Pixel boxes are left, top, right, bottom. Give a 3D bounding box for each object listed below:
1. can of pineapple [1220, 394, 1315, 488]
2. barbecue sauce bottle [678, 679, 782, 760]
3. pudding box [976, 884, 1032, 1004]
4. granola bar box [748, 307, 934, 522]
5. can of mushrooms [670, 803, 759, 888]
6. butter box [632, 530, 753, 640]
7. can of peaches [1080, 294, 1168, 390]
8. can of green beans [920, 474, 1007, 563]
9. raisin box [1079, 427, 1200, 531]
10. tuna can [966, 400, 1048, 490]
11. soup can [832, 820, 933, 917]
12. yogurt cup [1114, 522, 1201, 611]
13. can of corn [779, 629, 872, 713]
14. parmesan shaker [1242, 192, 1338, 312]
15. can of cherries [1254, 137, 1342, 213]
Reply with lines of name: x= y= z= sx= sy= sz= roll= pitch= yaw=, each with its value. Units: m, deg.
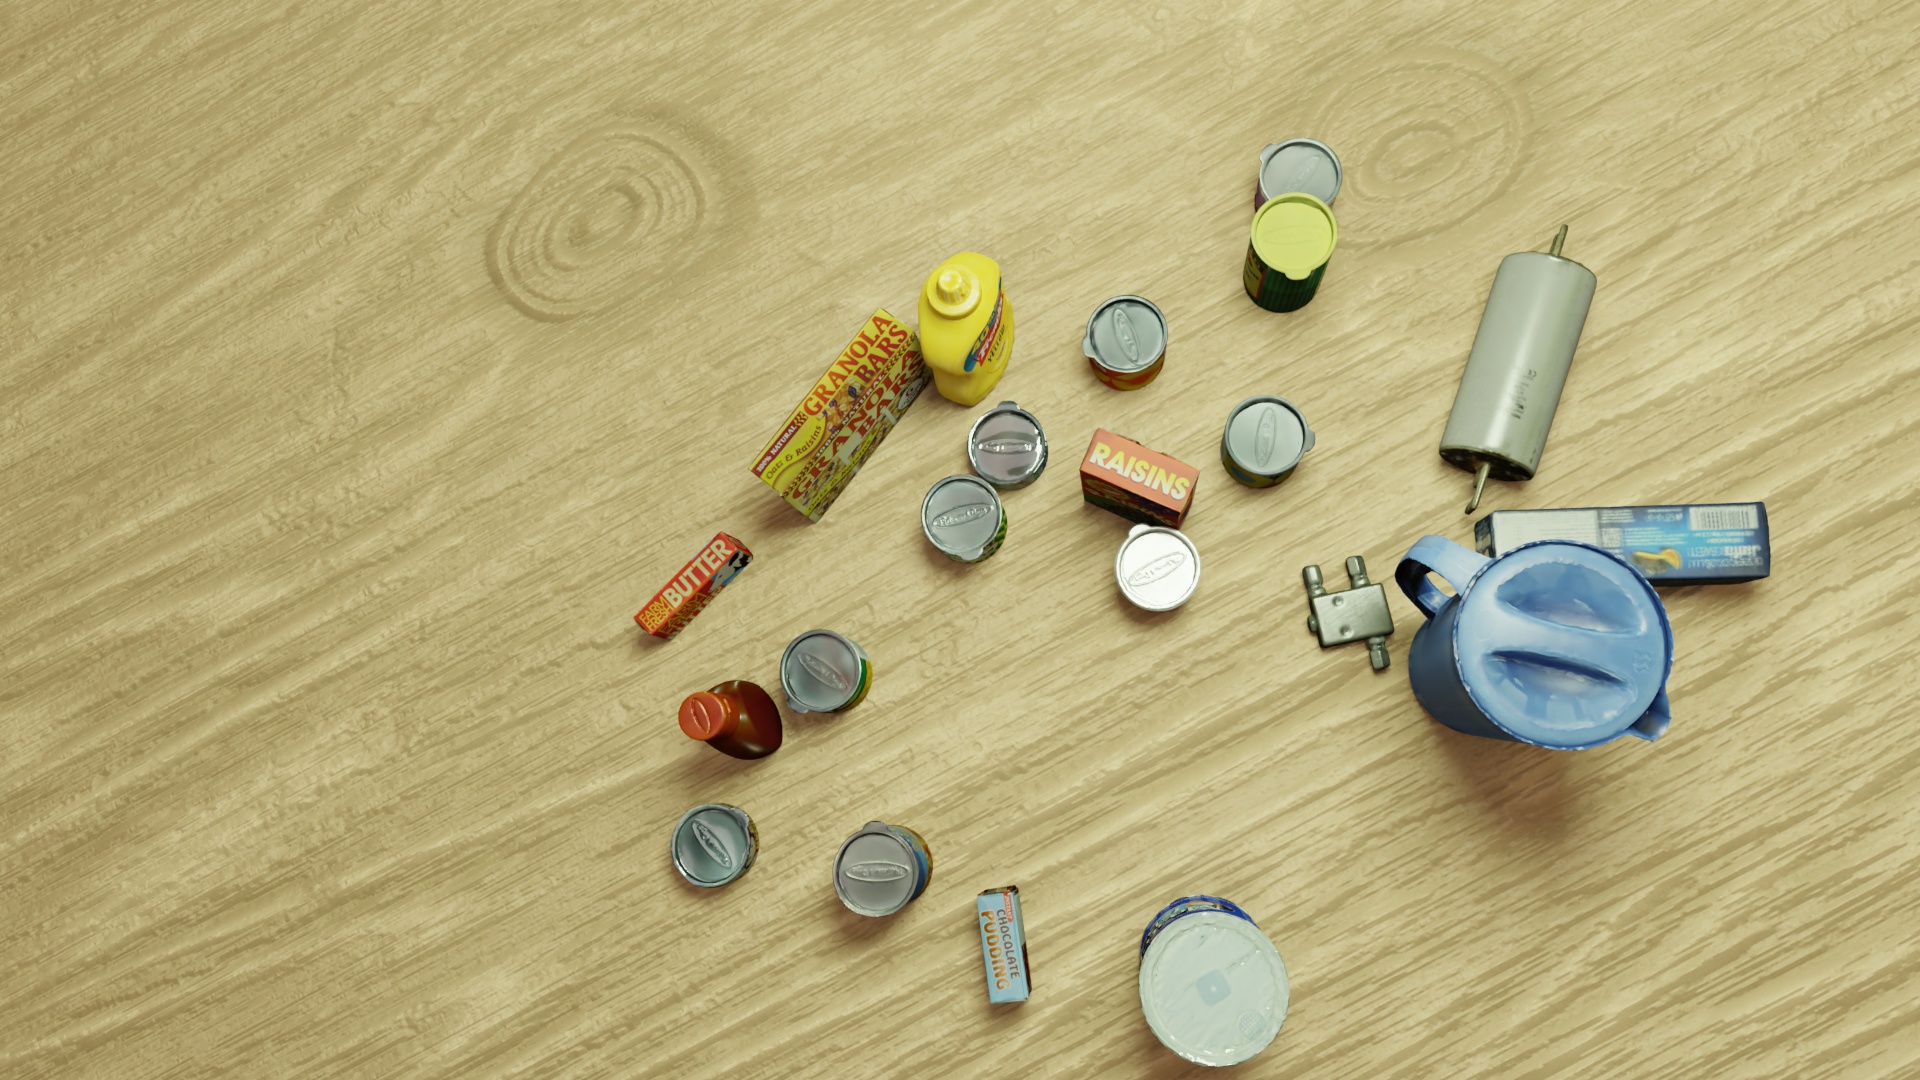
can of pineapple: x=0.246 y=-0.078 z=1.121 sx=0.071 sy=0.058 sz=0.071 roll=-1 pitch=81 yaw=7
barbecue sauce bottle: x=-0.180 y=0.140 z=1.089 sx=0.043 sy=0.148 sz=0.065 roll=-25 pitch=79 yaw=3
pudding box: x=0.035 y=0.315 z=1.084 sx=0.030 sy=0.049 sz=0.084 roll=-9 pitch=80 yaw=6
granola bar box: x=-0.093 y=-0.100 z=1.132 sx=0.039 sy=0.124 sz=0.165 roll=38 pitch=87 yaw=11
can of mushrooms: x=-0.197 y=0.246 z=1.132 sx=0.071 sy=0.033 sz=0.071 roll=-1 pitch=80 yaw=7
butter box: x=-0.222 y=0.039 z=1.160 sx=0.103 sy=0.053 sz=0.024 roll=-45 pitch=79 yaw=-2
can of peaches: x=0.135 y=-0.162 z=1.149 sx=0.071 sy=0.058 sz=0.071 roll=-1 pitch=80 yaw=7
can of green beans: x=0.004 y=-0.017 z=1.140 sx=0.071 sy=0.057 sz=0.071 roll=-1 pitch=80 yaw=7
raisin box: x=0.141 y=-0.044 z=1.095 sx=0.086 sy=0.123 sz=0.040 roll=24 pitch=85 yaw=10
tuna can: x=0.040 y=-0.079 z=1.159 sx=0.071 sy=0.033 sz=0.071 roll=-1 pitch=80 yaw=7
soup can: x=-0.059 y=0.254 z=1.088 sx=0.071 sy=0.083 sz=0.071 roll=-1 pitch=81 yaw=7
yogurt cup: x=0.158 y=0.025 z=1.116 sx=0.072 sy=0.054 sz=0.072 roll=-1 pitch=80 yaw=7
can of corn: x=-0.110 y=0.110 z=1.132 sx=0.071 sy=0.058 sz=0.071 roll=-1 pitch=81 yaw=7
parmesan shaker: x=0.264 y=-0.227 z=1.121 sx=0.071 sy=0.103 sz=0.071 roll=-1 pitch=81 yaw=7
can of cherries: x=0.278 y=-0.294 z=1.154 sx=0.071 sy=0.058 sz=0.071 roll=-1 pitch=81 yaw=7
